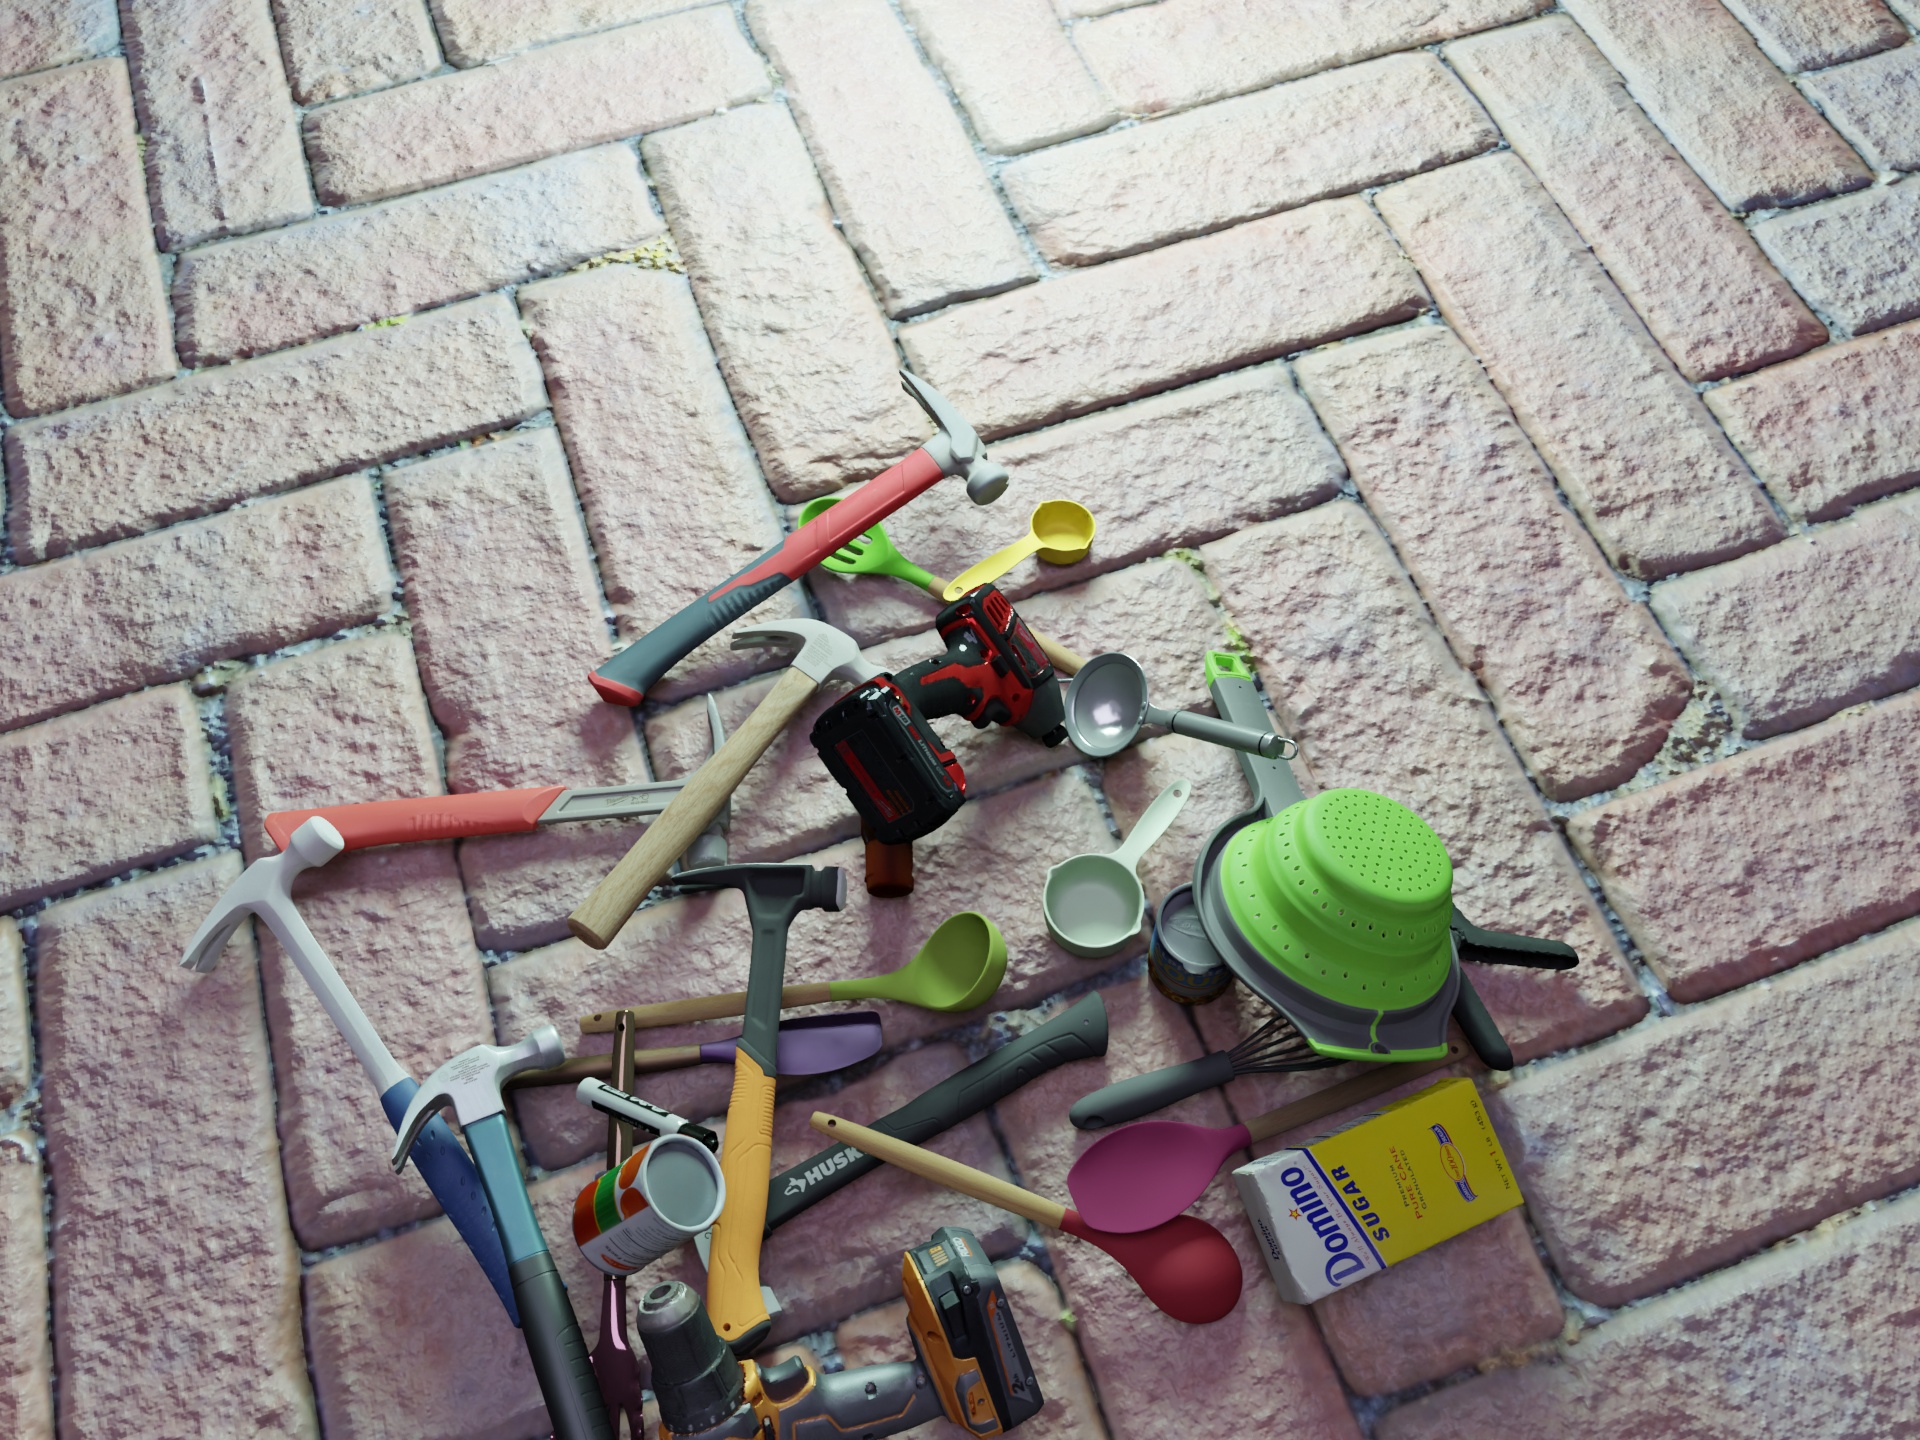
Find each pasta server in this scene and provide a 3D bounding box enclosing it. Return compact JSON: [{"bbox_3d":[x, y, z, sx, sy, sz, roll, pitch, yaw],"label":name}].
[{"bbox_3d":[-0.236,0.351,1.080,0.060,0.040,0.316,-6,65,7],"label":"pasta server"}]

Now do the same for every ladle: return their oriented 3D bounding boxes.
[{"bbox_3d":[-0.124,0.196,1.170,0.320,0.062,0.078,-8,45,0],"label":"ladle"},{"bbox_3d":[0.045,0.328,1.082,0.315,0.031,0.069,20,59,4],"label":"ladle"}]

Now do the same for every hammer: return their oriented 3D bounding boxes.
[{"bbox_3d":[-0.152,0.259,1.101,0.127,0.034,0.337,-1,63,5],"label":"hammer"},{"bbox_3d":[-0.039,0.283,1.129,0.335,0.035,0.146,-27,64,-14],"label":"hammer"},{"bbox_3d":[-0.188,0.042,1.234,0.130,0.031,0.331,34,59,6],"label":"hammer"},{"bbox_3d":[-0.362,0.064,1.259,0.359,0.036,0.149,-5,61,-2],"label":"hammer"},{"bbox_3d":[-0.414,0.260,1.139,0.144,0.035,0.406,-41,70,-3],"label":"hammer"},{"bbox_3d":[-0.153,-0.146,1.342,0.386,0.038,0.143,-35,71,-9],"label":"hammer"},{"bbox_3d":[-0.276,0.365,1.037,0.128,0.033,0.331,-18,62,-21],"label":"hammer"}]

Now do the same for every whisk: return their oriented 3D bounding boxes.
[{"bbox_3d":[0.191,0.246,1.140,0.239,0.055,0.055,-18,62,-5],"label":"whisk"}]

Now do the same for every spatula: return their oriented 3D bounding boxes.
[{"bbox_3d":[-0.214,0.248,1.158,0.316,0.018,0.060,-6,33,-1],"label":"spatula"}]

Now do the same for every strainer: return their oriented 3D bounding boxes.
[{"bbox_3d":[0.163,0.001,1.227,0.259,0.050,0.087,17,91,52],"label":"strainer"}]

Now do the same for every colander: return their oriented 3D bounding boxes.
[{"bbox_3d":[0.259,0.058,1.164,0.204,0.094,0.398,6,42,-18],"label":"colander"}]

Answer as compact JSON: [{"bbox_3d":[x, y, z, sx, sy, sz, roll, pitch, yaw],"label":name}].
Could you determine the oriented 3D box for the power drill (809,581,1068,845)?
[{"bbox_3d":[-0.002,-0.004,1.222,0.143,0.078,0.220,55,44,-6],"label":"power drill"}]

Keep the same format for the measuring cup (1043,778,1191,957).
[{"bbox_3d":[0.127,0.112,1.222,0.083,0.038,0.167,33,64,18],"label":"measuring cup"}]

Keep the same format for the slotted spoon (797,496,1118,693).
[{"bbox_3d":[-0.004,-0.102,1.351,0.314,0.031,0.070,30,66,15],"label":"slotted spoon"}]

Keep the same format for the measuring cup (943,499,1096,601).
[{"bbox_3d":[0.049,-0.136,1.363,0.156,0.029,0.062,-33,65,-19],"label":"measuring cup"}]

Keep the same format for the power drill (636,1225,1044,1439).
[{"bbox_3d":[-0.080,0.401,0.995,0.226,0.084,0.185,-22,103,-11],"label":"power drill"}]

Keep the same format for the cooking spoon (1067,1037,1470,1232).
[{"bbox_3d":[0.222,0.281,1.112,0.319,0.017,0.069,-17,63,-16],"label":"cooking spoon"}]
